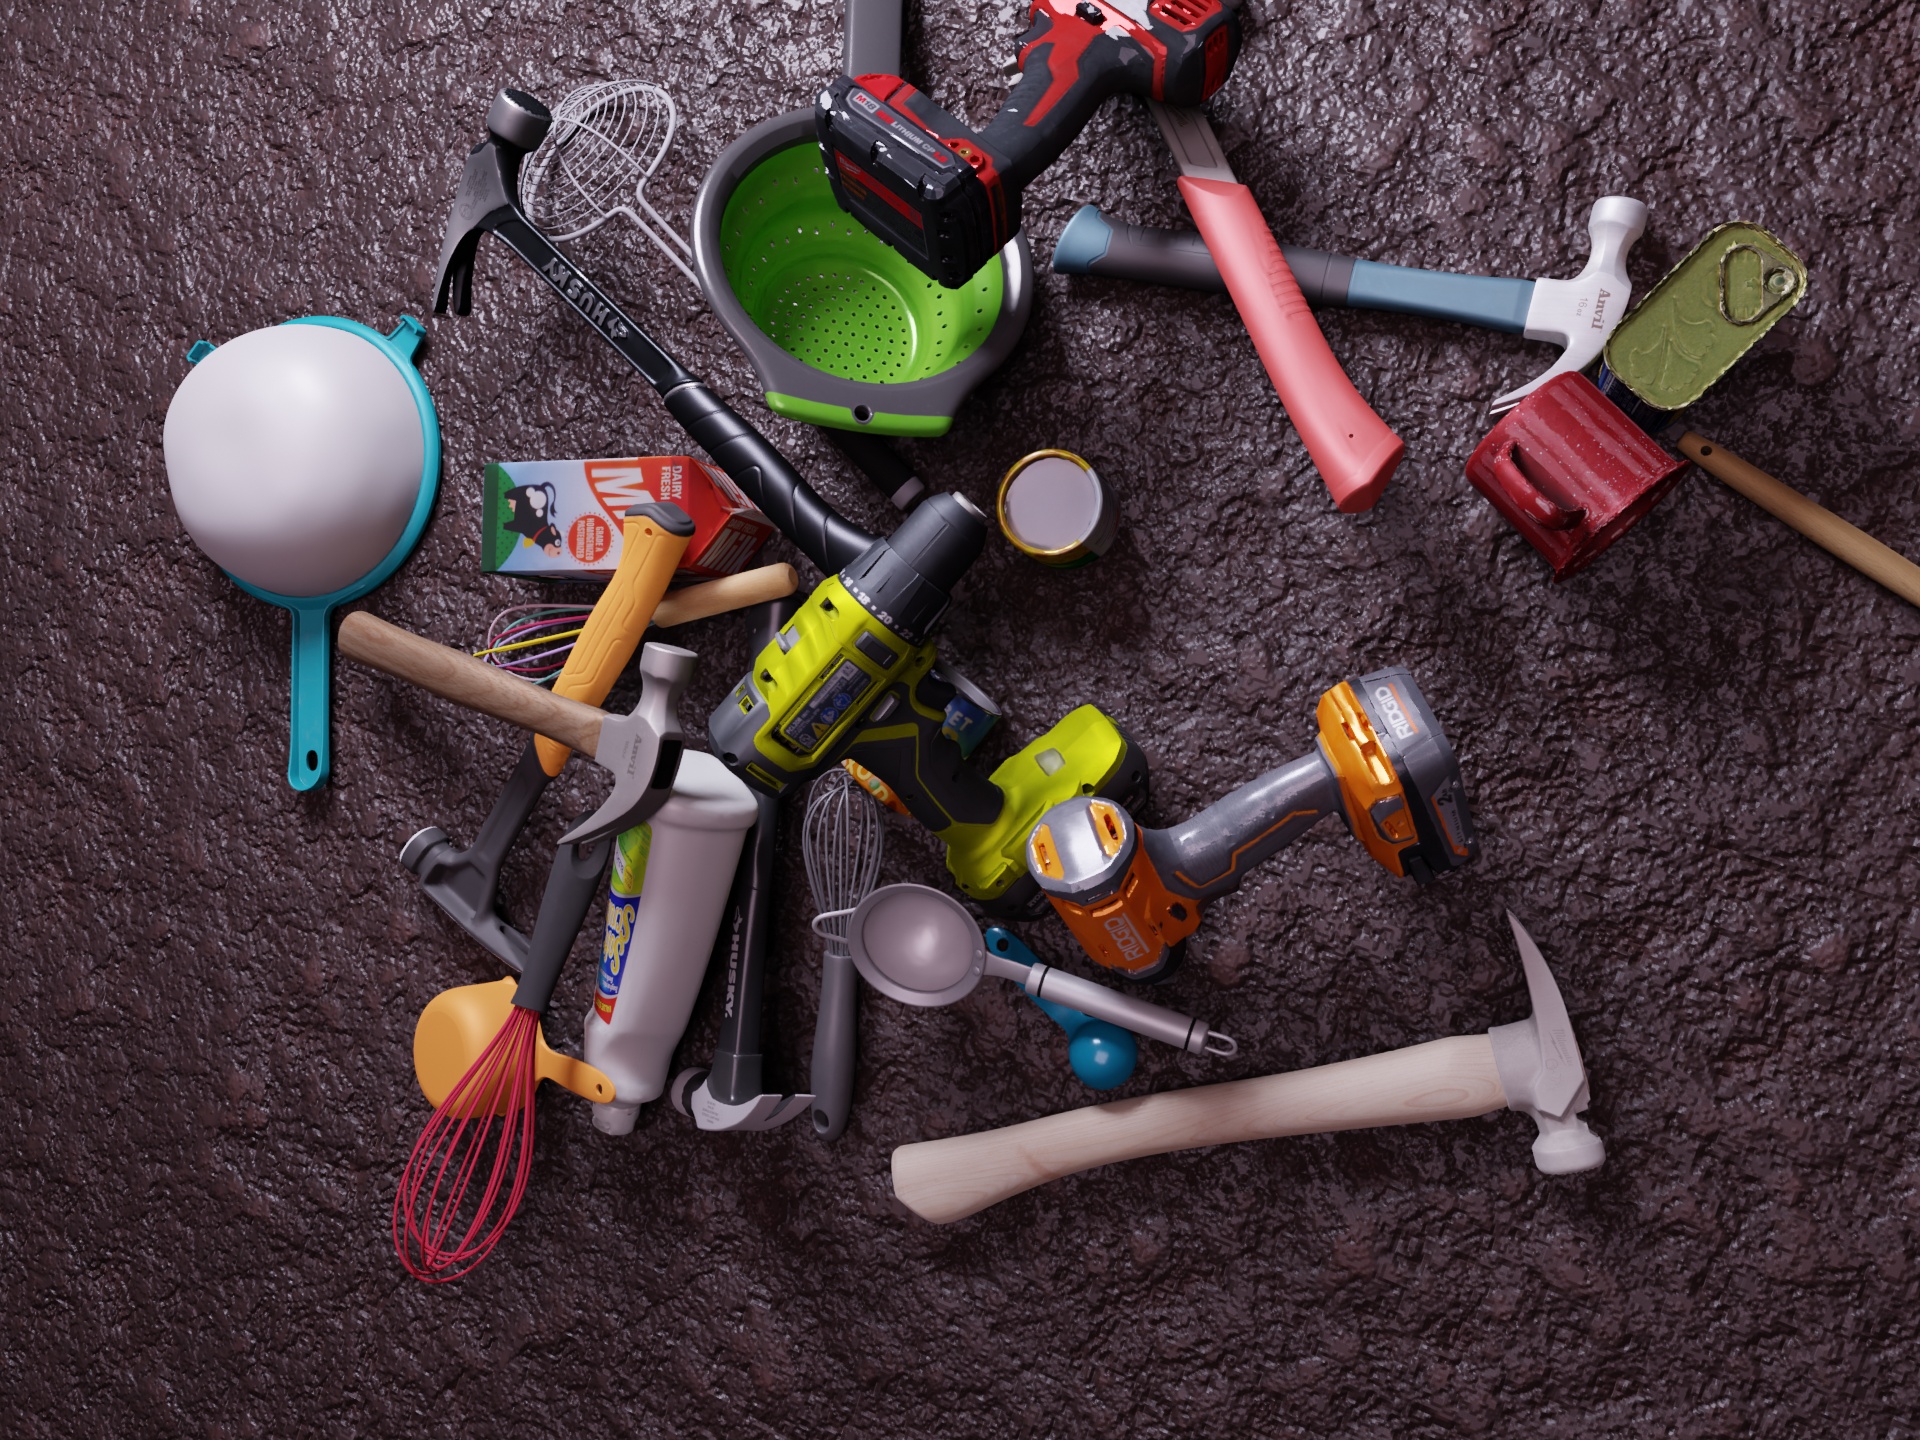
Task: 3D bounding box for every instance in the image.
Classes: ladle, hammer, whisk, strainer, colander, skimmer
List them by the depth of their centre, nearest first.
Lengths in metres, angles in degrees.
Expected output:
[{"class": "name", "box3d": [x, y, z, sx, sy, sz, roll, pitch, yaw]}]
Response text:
[{"class": "ladle", "box3d": [0.522, -0.063, 0.848, 0.315, 0.031, 0.069, 39, 96, 15]}, {"class": "hammer", "box3d": [0.151, -0.275, 0.916, 0.149, 0.036, 0.359, -23, 71, 9]}, {"class": "hammer", "box3d": [0.217, -0.261, 0.937, 0.331, 0.033, 0.128, 13, 91, 16]}, {"class": "strainer", "box3d": [0.039, 0.151, 0.940, 0.258, 0.050, 0.086, 18, 118, 15]}, {"class": "hammer", "box3d": [0.151, 0.224, 0.941, 0.410, 0.038, 0.146, -15, 83, 15]}, {"class": "hammer", "box3d": [-0.183, -0.206, 0.967, 0.409, 0.036, 0.149, 45, 118, 18]}, {"class": "whisk", "box3d": [-0.272, 0.195, 0.973, 0.073, 0.073, 0.296, 14, 76, 16]}, {"class": "colander", "box3d": [-0.064, -0.336, 0.993, 0.204, 0.094, 0.397, 6, 70, -14]}, {"class": "hammer", "box3d": [-0.127, 0.089, 0.997, 0.146, 0.035, 0.335, -8, 76, 59]}, {"class": "hammer", "box3d": [-0.292, -0.015, 0.998, 0.331, 0.031, 0.130, 18, 97, 37]}, {"class": "whisk", "box3d": [-0.078, 0.149, 1.004, 0.055, 0.055, 0.239, 5, 95, 16]}, {"class": "hammer", "box3d": [-0.251, 0.007, 1.019, 0.127, 0.034, 0.336, 39, 114, 14]}, {"class": "whisk", "box3d": [-0.215, -0.064, 1.031, 0.245, 0.047, 0.051, -12, 66, 23]}, {"class": "skimmer", "box3d": [-0.150, -0.274, 1.045, 0.127, 0.090, 0.363, -44, 88, 6]}, {"class": "strainer", "box3d": [-0.474, -0.122, 1.098, 0.211, 0.095, 0.340, -2, 87, 16]}]

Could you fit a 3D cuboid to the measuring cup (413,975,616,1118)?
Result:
[{"class": "measuring cup", "box3d": [-0.291, 0.222, 1.024, 0.174, 0.052, 0.095, 7, 93, 42]}]

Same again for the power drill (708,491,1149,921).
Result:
[{"class": "power drill", "box3d": [-0.001, -0.003, 0.899, 0.228, 0.080, 0.190, 37, 100, -30]}]

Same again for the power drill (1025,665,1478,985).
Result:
[{"class": "power drill", "box3d": [0.166, 0.074, 0.893, 0.226, 0.164, 0.084, -24, 49, 8]}]

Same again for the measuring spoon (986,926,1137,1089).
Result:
[{"class": "measuring spoon", "box3d": [0.055, 0.169, 0.961, 0.042, 0.021, 0.129, -47, 62, 3]}]

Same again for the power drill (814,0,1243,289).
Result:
[{"class": "power drill", "box3d": [0.022, -0.372, 0.905, 0.227, 0.080, 0.188, -42, 68, -13]}]
